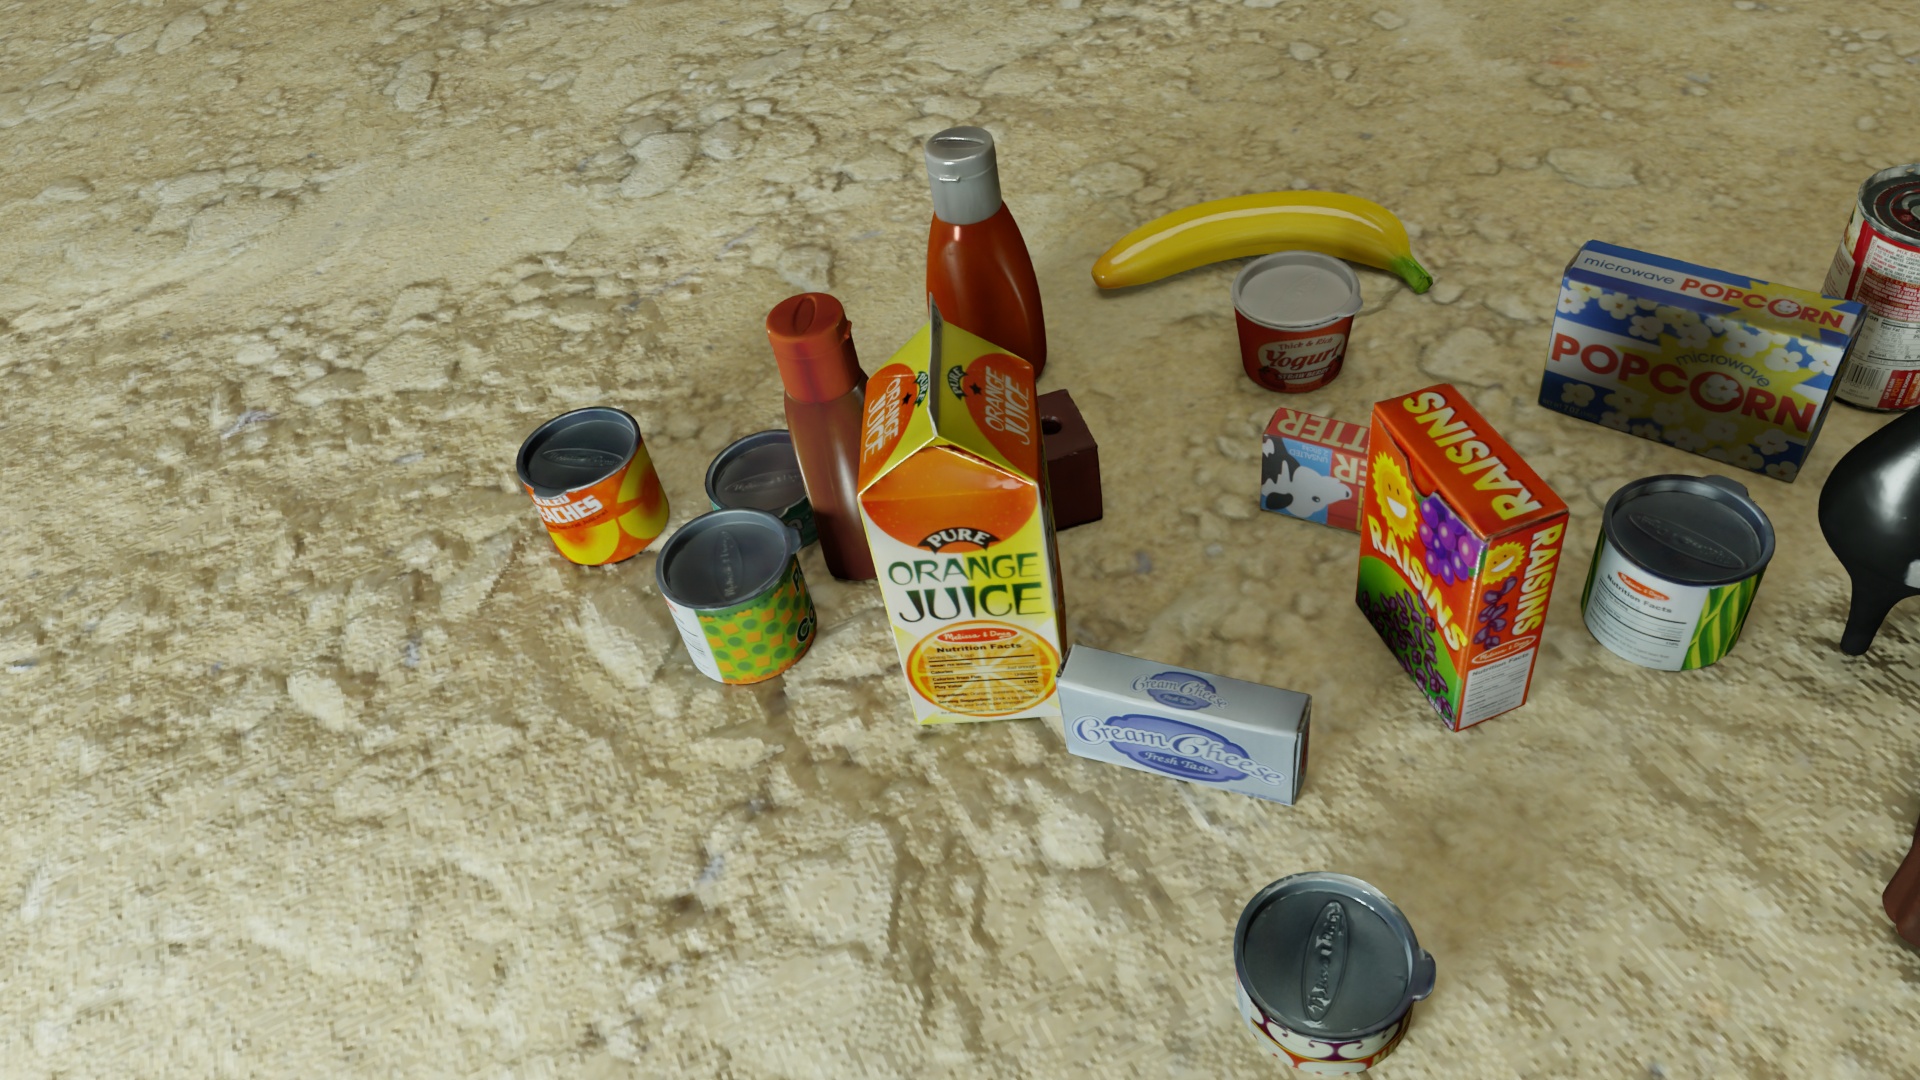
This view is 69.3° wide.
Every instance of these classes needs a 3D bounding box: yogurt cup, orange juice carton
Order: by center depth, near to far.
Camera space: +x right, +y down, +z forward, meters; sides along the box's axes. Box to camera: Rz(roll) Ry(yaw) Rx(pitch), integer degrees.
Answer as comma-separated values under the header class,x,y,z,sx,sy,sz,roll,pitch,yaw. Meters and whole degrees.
class,x,y,z,sx,sy,sz,roll,pitch,yaw
orange juice carton,0.002,-0.007,0.590,0.073,0.191,0.072,-5,46,7
yogurt cup,0.182,-0.118,0.760,0.072,0.053,0.073,-5,46,6

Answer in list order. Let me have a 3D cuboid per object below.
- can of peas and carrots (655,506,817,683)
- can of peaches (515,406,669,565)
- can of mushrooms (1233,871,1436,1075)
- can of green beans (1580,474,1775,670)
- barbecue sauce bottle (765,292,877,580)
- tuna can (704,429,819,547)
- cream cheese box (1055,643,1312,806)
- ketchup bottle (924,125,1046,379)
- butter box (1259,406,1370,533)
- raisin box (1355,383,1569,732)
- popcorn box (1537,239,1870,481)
class,x,y,z,sx,sy,sz,roll,pitch,yaw
can of peas and carrots,-0.105,0.026,0.672,0.071,0.058,0.071,-6,46,6
can of peaches,-0.196,-0.027,0.741,0.071,0.057,0.071,-6,46,6
can of mushrooms,0.137,0.160,0.512,0.071,0.033,0.071,-5,46,6
can of green beans,0.310,0.014,0.604,0.071,0.057,0.071,-6,46,6
barbecue sauce bottle,-0.059,-0.051,0.674,0.044,0.147,0.065,-2,46,9
tuna can,-0.099,-0.024,0.737,0.071,0.032,0.071,-5,46,6
cream cheese box,0.094,0.078,0.587,0.104,0.053,0.024,11,49,21
ketchup bottle,0.009,-0.151,0.759,0.065,0.148,0.044,8,49,19
butter box,0.198,-0.028,0.670,0.103,0.052,0.024,16,52,25
raisin box,0.205,0.008,0.584,0.040,0.122,0.086,-18,46,-6
popcorn box,0.355,-0.089,0.676,0.127,0.084,0.038,24,55,30
